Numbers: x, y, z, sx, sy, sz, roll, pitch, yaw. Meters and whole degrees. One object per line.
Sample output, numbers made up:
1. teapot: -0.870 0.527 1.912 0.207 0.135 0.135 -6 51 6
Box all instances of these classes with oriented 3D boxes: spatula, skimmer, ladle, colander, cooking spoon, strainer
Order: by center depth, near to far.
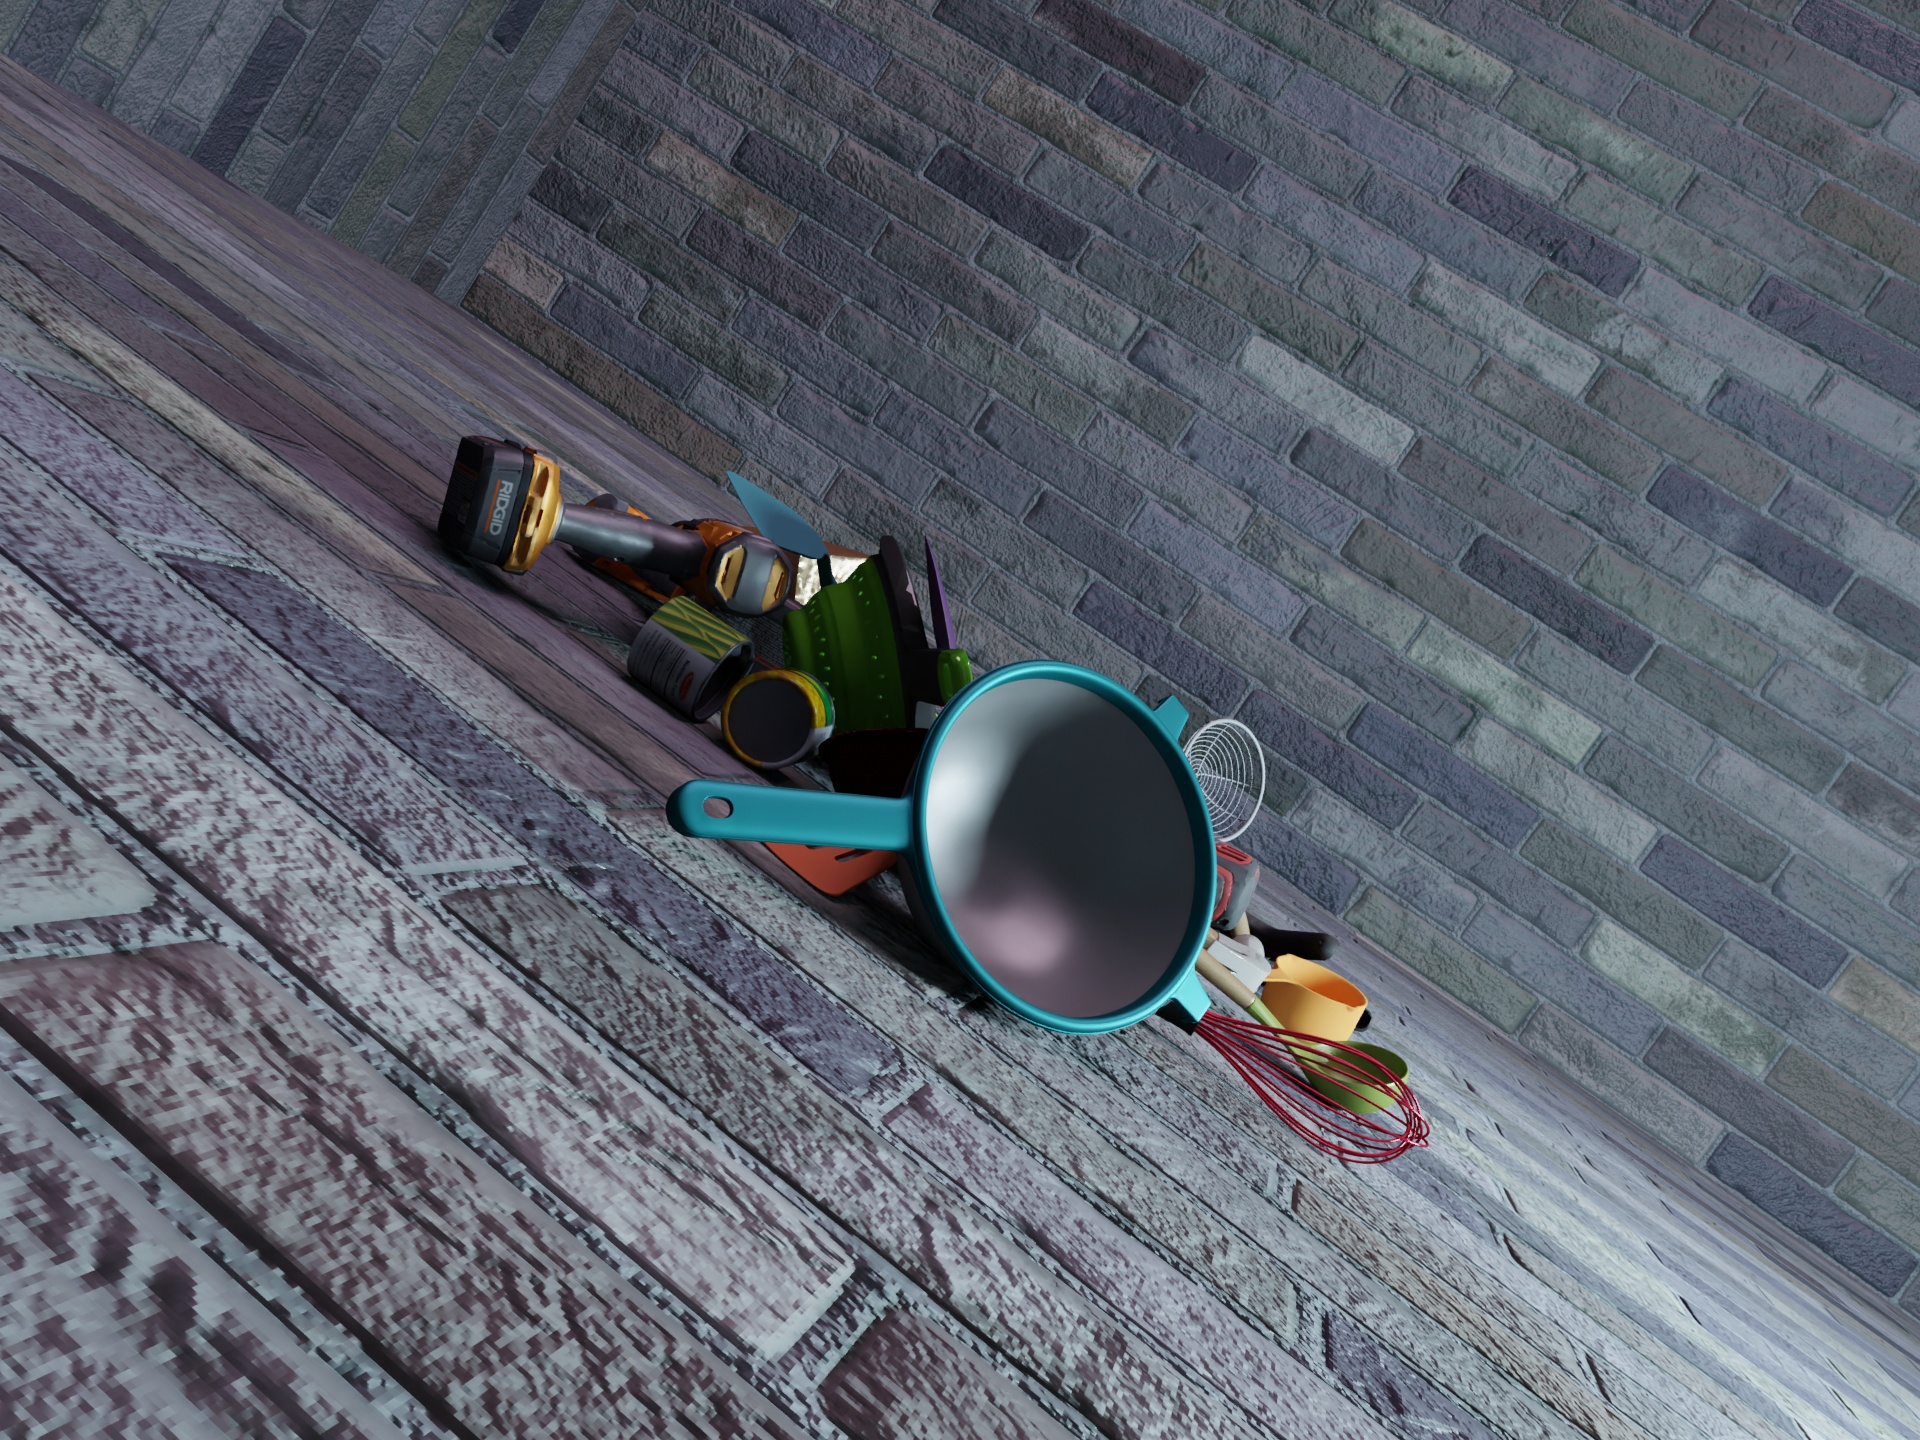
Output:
1. strainer: -0.014 0.070 0.883 0.340 0.211 0.095 8 -18 -31
2. spatula: -0.023 0.100 1.011 0.081 0.041 0.322 38 2 29
3. colander: -0.068 -0.029 1.120 0.094 0.204 0.397 -8 4 -10
4. spatula: -0.002 -0.004 1.169 0.315 0.018 0.060 80 -4 -47
5. ladle: 0.210 0.191 1.219 0.320 0.062 0.078 40 15 -4
6. spatula: -0.111 -0.089 1.305 0.082 0.044 0.317 58 -6 33
7. cooking spoon: 0.257 0.198 1.452 0.069 0.017 0.318 35 -10 23
8. skimmer: 0.246 0.119 1.512 0.363 0.090 0.127 -72 141 -63

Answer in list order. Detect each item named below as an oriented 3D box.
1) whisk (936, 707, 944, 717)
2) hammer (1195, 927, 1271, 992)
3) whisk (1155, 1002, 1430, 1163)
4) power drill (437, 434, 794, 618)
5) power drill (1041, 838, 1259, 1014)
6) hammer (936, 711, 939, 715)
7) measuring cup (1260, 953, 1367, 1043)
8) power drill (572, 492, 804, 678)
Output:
1. whisk: 0.008 0.034 1.385 0.244 0.051 0.047 50 -16 -22
2. hammer: 0.112 0.121 1.317 0.331 0.031 0.130 34 8 5
3. whisk: 0.176 0.210 1.062 0.296 0.073 0.073 28 4 9
4. power drill: -0.250 -0.136 1.139 0.226 0.084 0.185 14 7 -28
5. power drill: 0.100 0.105 1.093 0.188 0.080 0.226 23 15 14
6. hammer: -0.062 -0.020 1.588 0.144 0.035 0.406 31 1 -35
7. measuring cup: 0.278 0.247 1.402 0.173 0.052 0.095 12 17 -32
8. power drill: -0.221 -0.108 1.367 0.164 0.084 0.227 31 2 -45
